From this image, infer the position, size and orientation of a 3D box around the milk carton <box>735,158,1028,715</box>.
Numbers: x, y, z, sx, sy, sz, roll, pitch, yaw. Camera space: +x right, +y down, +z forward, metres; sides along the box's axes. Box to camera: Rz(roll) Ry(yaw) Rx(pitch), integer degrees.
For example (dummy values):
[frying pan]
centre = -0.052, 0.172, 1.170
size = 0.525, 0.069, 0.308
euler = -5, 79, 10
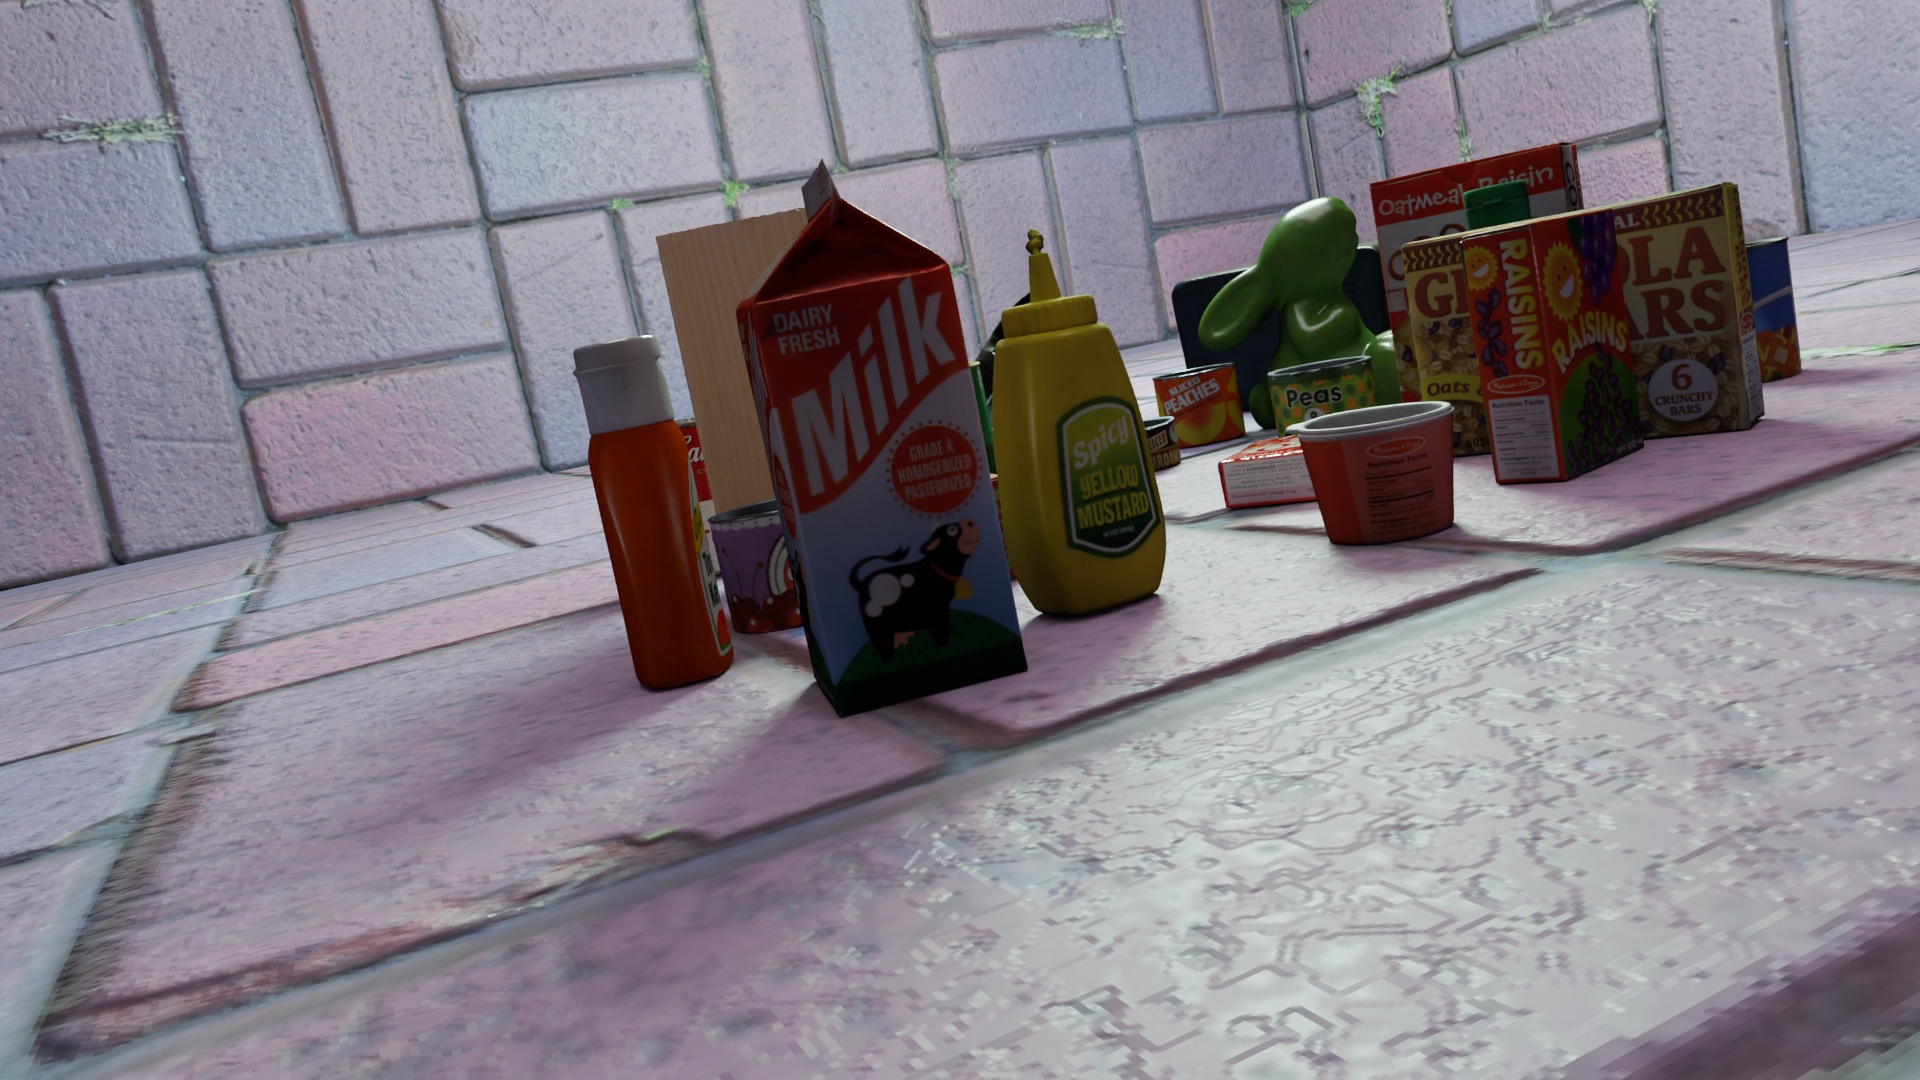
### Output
[milk carton]
centre = -0.035, -0.040, 0.514
size = 0.073, 0.190, 0.072
euler = -13, 8, -12

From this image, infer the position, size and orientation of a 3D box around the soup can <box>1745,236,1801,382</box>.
[soup can]
centre = 0.480, -0.141, 0.867
size = 0.071, 0.083, 0.071
euler = -11, 8, 2

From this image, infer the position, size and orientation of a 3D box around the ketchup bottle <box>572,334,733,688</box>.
[ketchup bottle]
centre = -0.135, -0.013, 0.606
size = 0.043, 0.148, 0.065
euler = -12, 8, -9

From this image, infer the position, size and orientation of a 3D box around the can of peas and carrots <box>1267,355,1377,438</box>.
[can of peas and carrots]
centre = 0.236, -0.085, 0.900
size = 0.071, 0.058, 0.071
euler = -11, 8, 2

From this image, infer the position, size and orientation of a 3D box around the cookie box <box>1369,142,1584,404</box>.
[cookie box]
centre = 0.344, -0.163, 0.907
size = 0.123, 0.167, 0.040
euler = -5, 10, 38

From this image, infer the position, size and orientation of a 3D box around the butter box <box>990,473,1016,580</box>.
[butter box]
centre = 0.003, -0.009, 0.722
size = 0.024, 0.053, 0.103
euler = -13, 9, -15

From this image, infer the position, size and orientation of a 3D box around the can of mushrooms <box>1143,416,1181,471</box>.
[can of mushrooms]
centre = 0.127, -0.068, 1.010
size = 0.071, 0.033, 0.071
euler = -11, 8, 2

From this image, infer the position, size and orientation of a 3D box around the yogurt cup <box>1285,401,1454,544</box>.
[yogurt cup]
centre = 0.188, -0.030, 0.619
size = 0.072, 0.054, 0.072
euler = -11, 8, 2

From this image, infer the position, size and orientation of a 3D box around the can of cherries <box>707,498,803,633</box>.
[can of cherries]
centre = -0.086, 0.010, 0.695
size = 0.071, 0.058, 0.071
euler = -11, 8, 2

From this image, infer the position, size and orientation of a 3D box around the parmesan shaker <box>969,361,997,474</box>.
[parmesan shaker]
centre = -0.009, -0.057, 0.884
size = 0.071, 0.103, 0.071
euler = -11, 8, 2

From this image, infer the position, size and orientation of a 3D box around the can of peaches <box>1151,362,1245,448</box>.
[can of peaches]
centre = 0.189, -0.107, 1.103
size = 0.071, 0.058, 0.071
euler = -11, 8, 2

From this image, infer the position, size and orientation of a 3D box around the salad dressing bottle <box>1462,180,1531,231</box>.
[salad dressing bottle]
centre = 0.335, -0.142, 0.844
size = 0.064, 0.147, 0.044
euler = -7, 9, 28

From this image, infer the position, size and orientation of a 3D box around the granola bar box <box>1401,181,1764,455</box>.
[granola bar box]
centre = 0.331, -0.115, 0.751
size = 0.165, 0.124, 0.039
euler = -4, 11, 39

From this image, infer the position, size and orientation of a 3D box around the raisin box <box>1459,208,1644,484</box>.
[raisin box]
centre = 0.294, -0.097, 0.687
size = 0.086, 0.123, 0.040
euler = -17, 10, -37

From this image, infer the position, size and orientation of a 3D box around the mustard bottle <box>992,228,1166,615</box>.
[mustard bottle]
centre = 0.044, -0.051, 0.581
size = 0.065, 0.160, 0.049
euler = -16, 9, -30
